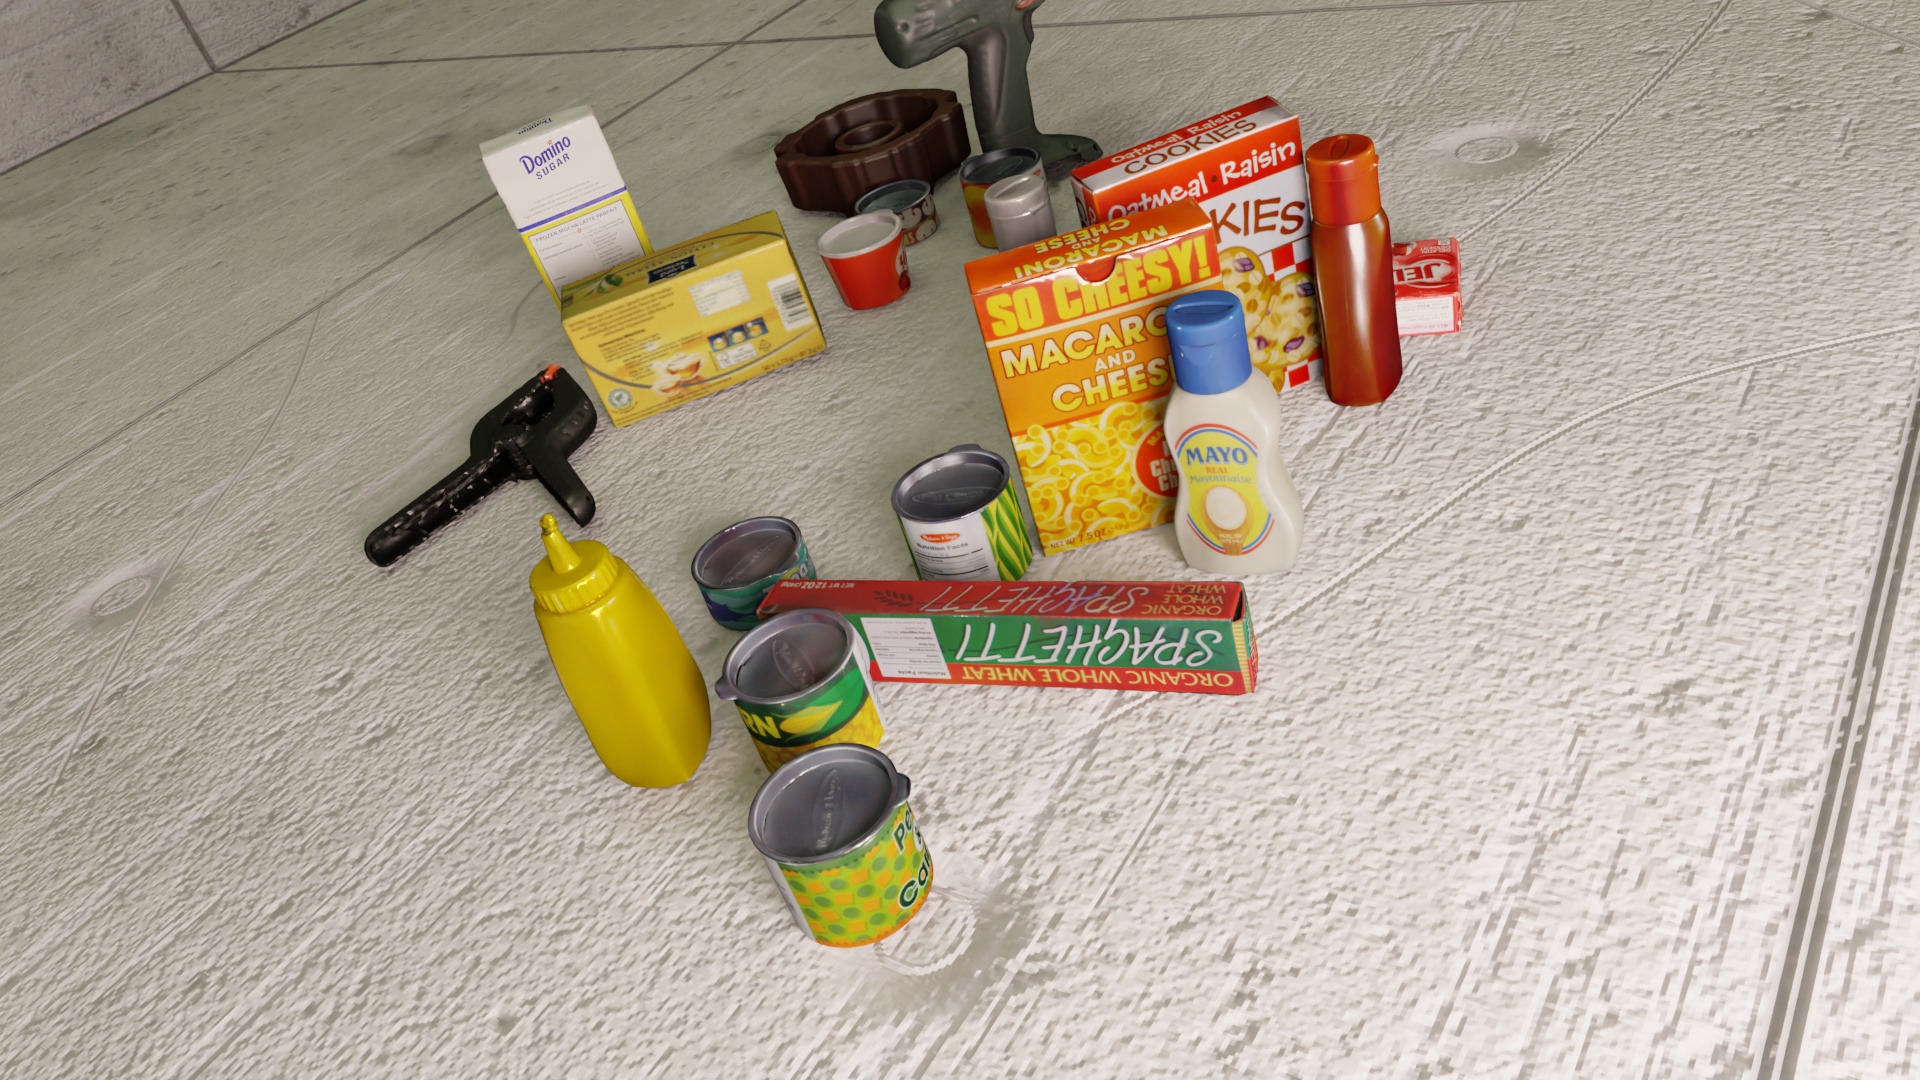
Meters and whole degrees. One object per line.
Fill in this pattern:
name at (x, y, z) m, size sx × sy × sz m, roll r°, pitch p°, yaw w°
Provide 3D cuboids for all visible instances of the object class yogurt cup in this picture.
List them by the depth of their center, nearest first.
yogurt cup at (-0.071, -0.214, 1.071) m, size 0.072 × 0.053 × 0.073 m, roll -12°, pitch 36°, yaw 9°

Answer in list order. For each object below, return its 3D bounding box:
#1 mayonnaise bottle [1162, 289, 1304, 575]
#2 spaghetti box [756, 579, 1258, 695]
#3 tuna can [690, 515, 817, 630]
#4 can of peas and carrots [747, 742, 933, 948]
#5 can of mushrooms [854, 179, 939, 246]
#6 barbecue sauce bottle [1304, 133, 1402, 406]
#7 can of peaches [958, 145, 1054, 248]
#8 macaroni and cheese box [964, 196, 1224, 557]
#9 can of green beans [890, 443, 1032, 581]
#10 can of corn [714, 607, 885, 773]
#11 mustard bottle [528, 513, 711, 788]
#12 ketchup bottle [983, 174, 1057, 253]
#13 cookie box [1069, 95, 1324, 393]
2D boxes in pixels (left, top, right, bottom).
mayonnaise bottle at (0.129, -0.050, 0.682) m, size 0.065 × 0.147 × 0.041 m, roll 2°, pitch 40°, yaw 25°
spaghetti box at (0.020, 0.046, 0.683) m, size 0.250 × 0.050 × 0.029 m, roll -1°, pitch 39°, yaw 23°
tuna can at (-0.115, 0.019, 0.794) m, size 0.071 × 0.032 × 0.071 m, roll -12°, pitch 36°, yaw 9°
can of peas and carrots at (-0.048, 0.129, 0.593) m, size 0.071 × 0.058 × 0.071 m, roll -12°, pitch 36°, yaw 9°
can of mushrooms at (-0.054, -0.270, 1.157) m, size 0.071 × 0.033 × 0.071 m, roll -12°, pitch 36°, yaw 9°
barbecue sauce bottle at (0.220, -0.152, 0.779) m, size 0.043 × 0.147 × 0.065 m, roll 1°, pitch 39°, yaw 25°
can of peaches at (0.036, -0.272, 1.100) m, size 0.071 × 0.057 × 0.071 m, roll -12°, pitch 36°, yaw 9°
macaroni and cheese box at (0.082, -0.081, 0.728) m, size 0.124 × 0.165 × 0.040 m, roll -16°, pitch 35°, yaw 2°
can of green beans at (0.002, -0.008, 0.758) m, size 0.071 × 0.057 × 0.071 m, roll -12°, pitch 36°, yaw 9°
can of corn at (-0.077, 0.077, 0.677) m, size 0.071 × 0.058 × 0.071 m, roll -12°, pitch 36°, yaw 9°
mustard bottle at (-0.168, 0.048, 0.667) m, size 0.049 × 0.159 × 0.066 m, roll -9°, pitch 36°, yaw 13°
ketchup bottle at (0.050, -0.147, 0.847) m, size 0.065 × 0.148 × 0.043 m, roll -36°, pitch 39°, yaw -24°
cookie box at (0.140, -0.152, 0.798) m, size 0.123 × 0.166 × 0.040 m, roll -22°, pitch 35°, yaw -6°
